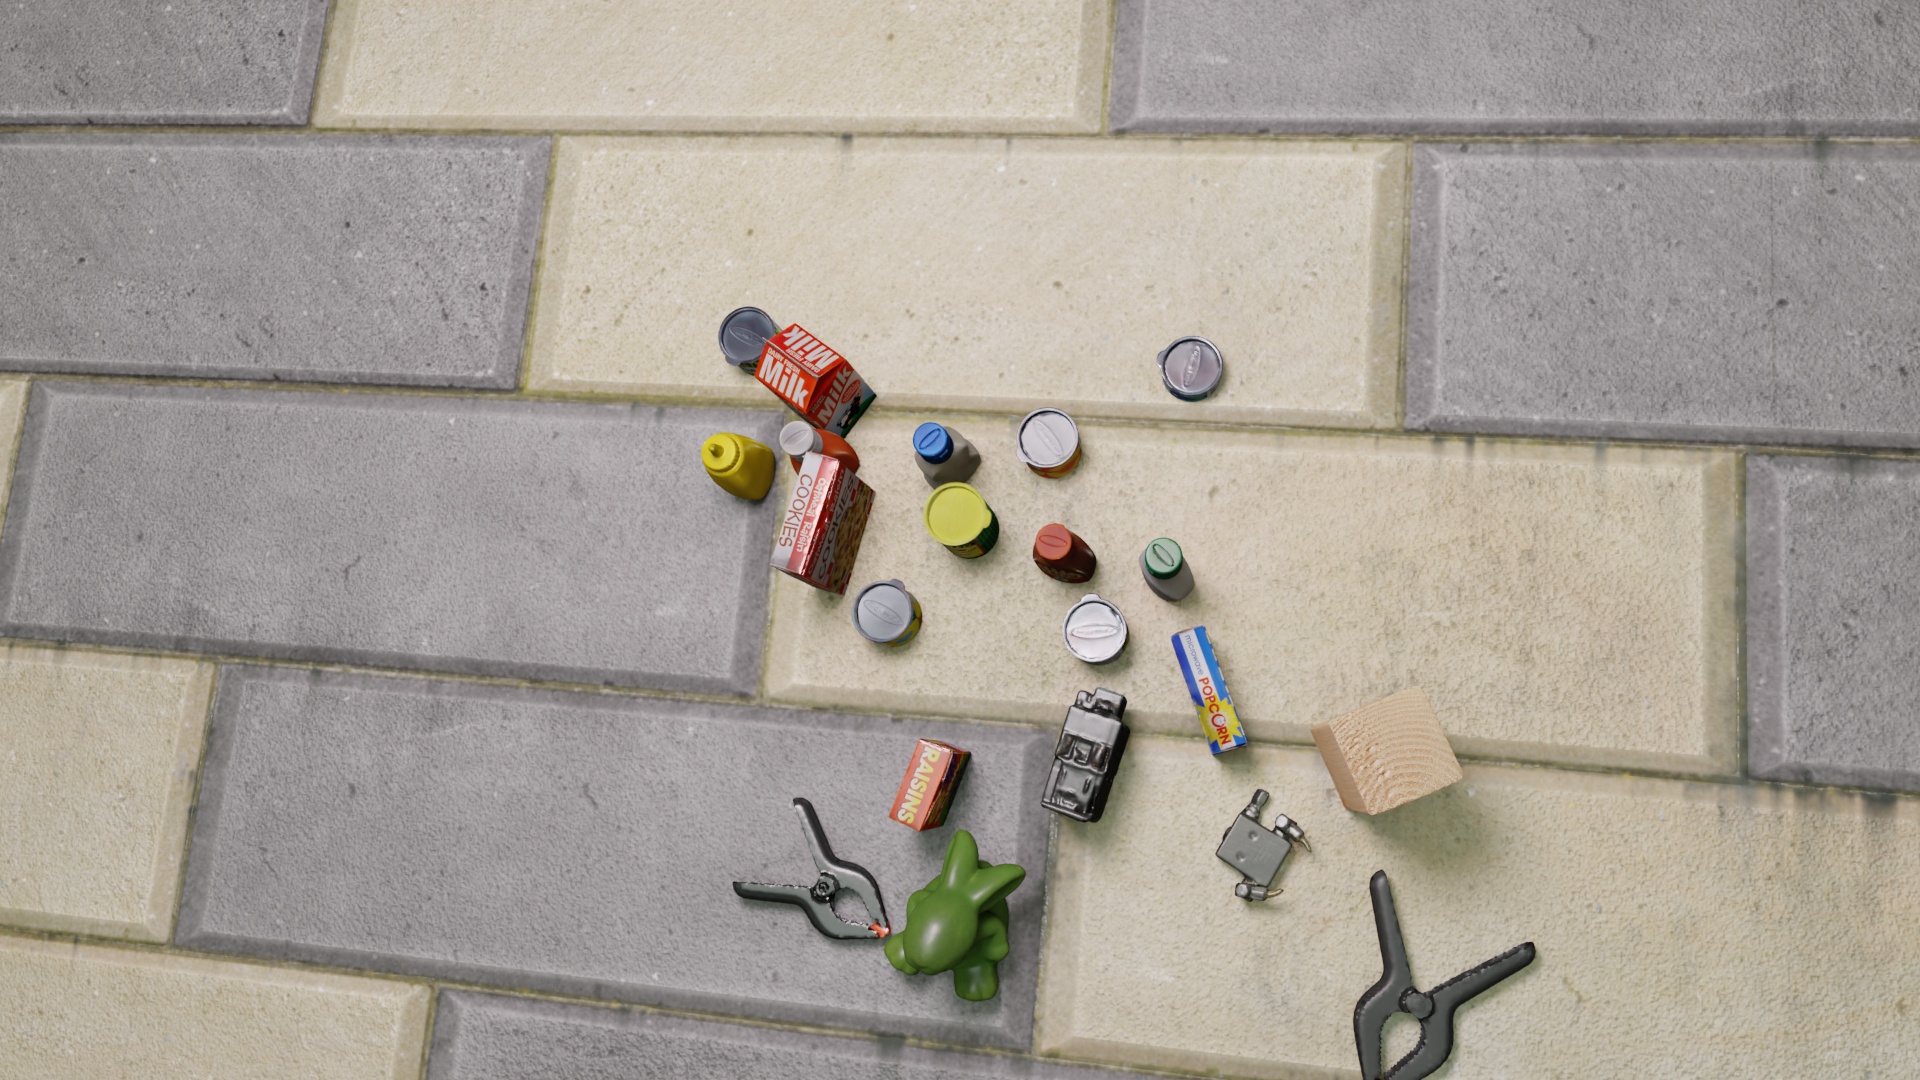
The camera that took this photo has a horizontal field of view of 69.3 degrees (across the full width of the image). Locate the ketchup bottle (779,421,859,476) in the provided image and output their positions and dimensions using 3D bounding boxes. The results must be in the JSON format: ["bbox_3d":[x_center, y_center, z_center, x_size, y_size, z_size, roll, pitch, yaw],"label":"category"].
[{"bbox_3d":[-0.154,-0.092,1.487,0.065,0.148,0.043,-32,77,3],"label":"ketchup bottle"}]

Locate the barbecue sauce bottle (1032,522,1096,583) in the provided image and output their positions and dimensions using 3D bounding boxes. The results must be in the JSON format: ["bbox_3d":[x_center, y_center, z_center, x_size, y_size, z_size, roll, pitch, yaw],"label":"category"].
[{"bbox_3d":[0.103,0.012,1.425,0.065,0.148,0.044,14,83,12],"label":"barbecue sauce bottle"}]

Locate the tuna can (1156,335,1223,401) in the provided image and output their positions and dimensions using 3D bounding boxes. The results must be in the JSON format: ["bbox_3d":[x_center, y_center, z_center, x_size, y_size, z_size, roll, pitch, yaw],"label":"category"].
[{"bbox_3d":[0.247,-0.185,1.496,0.071,0.033,0.071,-2,80,9],"label":"tuna can"}]

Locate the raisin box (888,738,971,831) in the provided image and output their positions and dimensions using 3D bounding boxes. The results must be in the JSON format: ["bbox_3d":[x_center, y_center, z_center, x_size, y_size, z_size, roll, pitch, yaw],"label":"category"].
[{"bbox_3d":[-0.029,0.249,1.417,0.040,0.123,0.086,21,85,13],"label":"raisin box"}]

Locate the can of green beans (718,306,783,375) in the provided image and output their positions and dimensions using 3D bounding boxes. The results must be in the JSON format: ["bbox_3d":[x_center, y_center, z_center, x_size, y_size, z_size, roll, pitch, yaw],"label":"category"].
[{"bbox_3d":[-0.233,-0.224,1.571,0.071,0.057,0.071,-2,80,9],"label":"can of green beans"}]

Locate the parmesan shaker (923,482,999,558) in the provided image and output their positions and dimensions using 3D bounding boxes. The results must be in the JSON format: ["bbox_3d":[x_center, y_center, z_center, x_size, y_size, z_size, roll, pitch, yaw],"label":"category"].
[{"bbox_3d":[0.005,-0.018,1.470,0.071,0.103,0.071,-2,80,9],"label":"parmesan shaker"}]

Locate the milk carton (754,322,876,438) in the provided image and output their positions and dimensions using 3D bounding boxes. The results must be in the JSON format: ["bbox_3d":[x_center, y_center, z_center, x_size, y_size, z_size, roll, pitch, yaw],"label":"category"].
[{"bbox_3d":[-0.157,-0.169,1.480,0.072,0.190,0.073,36,88,13],"label":"milk carton"}]

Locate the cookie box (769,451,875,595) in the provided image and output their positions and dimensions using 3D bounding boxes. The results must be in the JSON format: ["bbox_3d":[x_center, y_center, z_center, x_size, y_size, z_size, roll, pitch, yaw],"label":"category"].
[{"bbox_3d":[-0.141,-0.014,1.461,0.040,0.167,0.123,15,83,12],"label":"cookie box"}]

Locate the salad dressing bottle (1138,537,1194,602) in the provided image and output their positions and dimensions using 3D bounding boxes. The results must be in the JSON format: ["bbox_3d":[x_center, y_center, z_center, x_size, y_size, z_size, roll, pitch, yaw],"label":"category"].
[{"bbox_3d":[0.208,0.027,1.405,0.044,0.147,0.064,-41,76,1],"label":"salad dressing bottle"}]

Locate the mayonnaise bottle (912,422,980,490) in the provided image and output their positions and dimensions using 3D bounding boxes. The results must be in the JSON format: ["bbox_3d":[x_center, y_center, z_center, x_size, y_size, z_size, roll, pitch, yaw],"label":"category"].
[{"bbox_3d":[-0.018,-0.090,1.464,0.065,0.148,0.041,-44,76,0],"label":"mayonnaise bottle"}]

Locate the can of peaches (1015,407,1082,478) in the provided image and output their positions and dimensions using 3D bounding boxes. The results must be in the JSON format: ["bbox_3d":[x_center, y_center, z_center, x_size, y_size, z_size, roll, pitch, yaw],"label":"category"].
[{"bbox_3d":[0.094,-0.103,1.494,0.071,0.058,0.071,-2,80,9],"label":"can of peaches"}]

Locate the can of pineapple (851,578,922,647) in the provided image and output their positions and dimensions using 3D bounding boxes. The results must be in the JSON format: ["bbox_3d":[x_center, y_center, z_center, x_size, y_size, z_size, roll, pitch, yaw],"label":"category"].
[{"bbox_3d":[-0.077,0.078,1.490,0.071,0.058,0.071,-2,80,9],"label":"can of pineapple"}]

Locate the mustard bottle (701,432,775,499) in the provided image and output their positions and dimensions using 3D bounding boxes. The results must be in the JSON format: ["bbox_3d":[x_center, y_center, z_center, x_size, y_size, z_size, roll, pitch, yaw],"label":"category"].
[{"bbox_3d":[-0.244,-0.086,1.495,0.049,0.160,0.065,13,83,12],"label":"mustard bottle"}]

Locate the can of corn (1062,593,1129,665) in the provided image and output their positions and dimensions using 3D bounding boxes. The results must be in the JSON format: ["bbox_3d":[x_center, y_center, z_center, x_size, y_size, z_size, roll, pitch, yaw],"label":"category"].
[{"bbox_3d":[0.142,0.094,1.450,0.071,0.058,0.071,-2,80,9],"label":"can of corn"}]

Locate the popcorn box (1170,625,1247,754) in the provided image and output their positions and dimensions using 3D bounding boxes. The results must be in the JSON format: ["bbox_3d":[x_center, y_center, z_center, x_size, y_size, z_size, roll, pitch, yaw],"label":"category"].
[{"bbox_3d":[0.251,0.153,1.407,0.038,0.085,0.127,-20,77,6],"label":"popcorn box"}]
